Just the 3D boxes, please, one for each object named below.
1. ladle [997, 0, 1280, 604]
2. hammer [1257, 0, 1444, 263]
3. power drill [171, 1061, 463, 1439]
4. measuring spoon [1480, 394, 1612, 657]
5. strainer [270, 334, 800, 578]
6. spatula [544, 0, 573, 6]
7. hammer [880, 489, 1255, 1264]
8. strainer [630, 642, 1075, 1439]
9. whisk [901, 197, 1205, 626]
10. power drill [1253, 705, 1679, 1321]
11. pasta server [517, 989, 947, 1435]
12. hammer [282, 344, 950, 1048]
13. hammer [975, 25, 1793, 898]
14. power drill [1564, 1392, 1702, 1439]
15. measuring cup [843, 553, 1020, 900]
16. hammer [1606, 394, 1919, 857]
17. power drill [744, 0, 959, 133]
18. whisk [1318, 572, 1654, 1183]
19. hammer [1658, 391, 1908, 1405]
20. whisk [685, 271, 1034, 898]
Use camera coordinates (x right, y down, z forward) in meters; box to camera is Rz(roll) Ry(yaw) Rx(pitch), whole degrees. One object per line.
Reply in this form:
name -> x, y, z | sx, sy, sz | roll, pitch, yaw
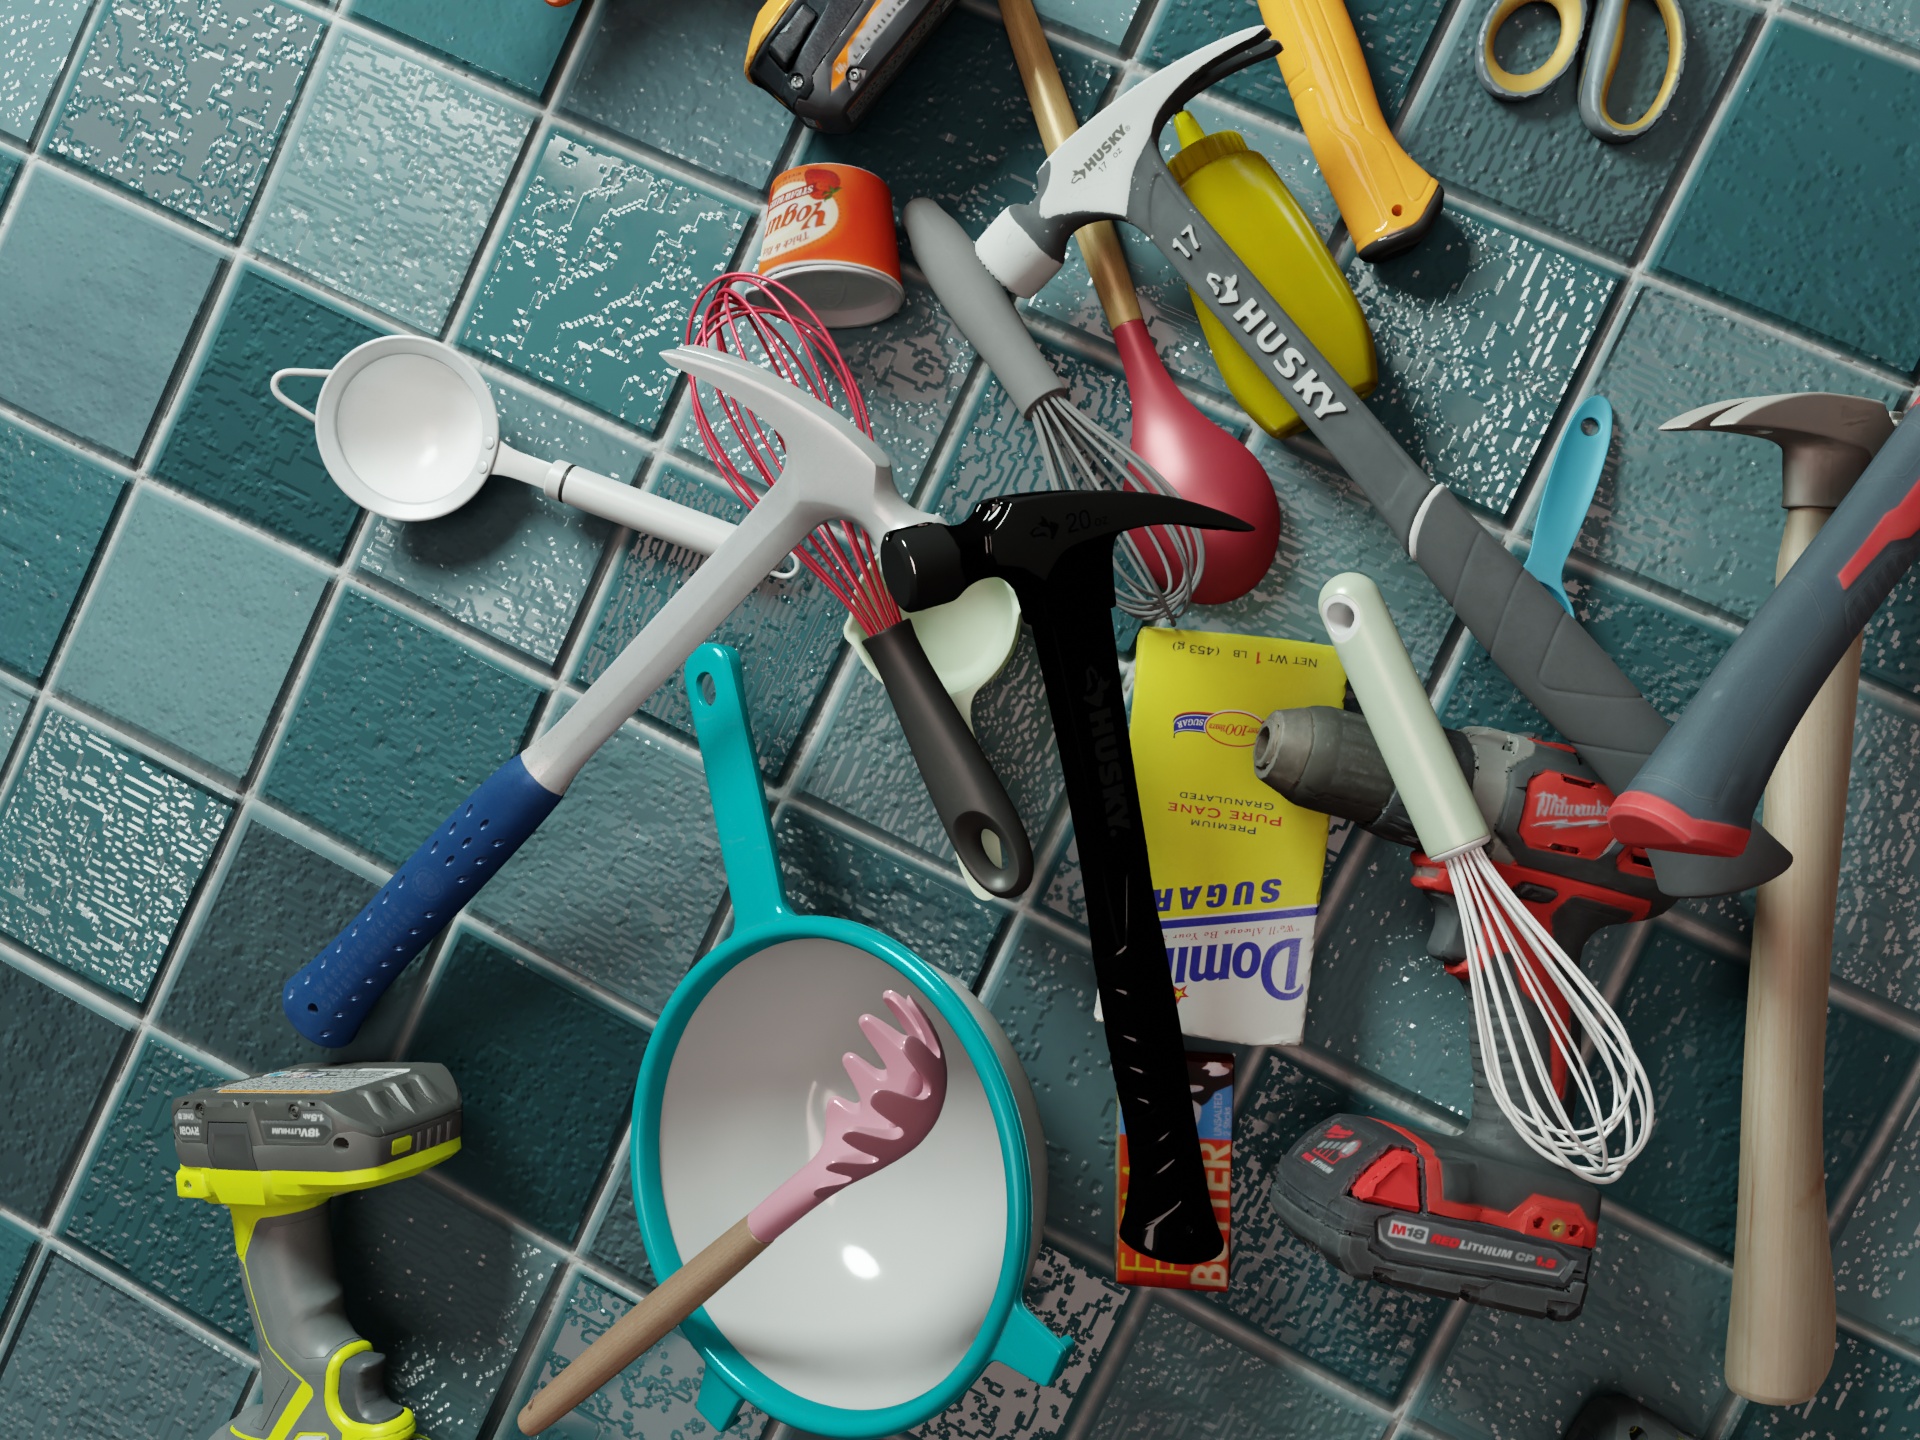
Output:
ladle -> 0.069, -0.203, 0.722 | 0.069, 0.031, 0.315 | -20, 85, 11
hammer -> 0.125, -0.359, 0.698 | 0.127, 0.034, 0.337 | -22, 90, 1
power drill -> -0.277, 0.279, 0.729 | 0.190, 0.080, 0.228 | -6, 89, 27
measuring spoon -> 0.260, -0.081, 0.699 | 0.042, 0.021, 0.128 | 20, 84, 9
strainer -> -0.197, -0.115, 0.755 | 0.258, 0.050, 0.087 | 21, 99, 3
spatula -> -0.059, -0.424, 0.733 | 0.322, 0.041, 0.081 | -19, 105, 7
hammer -> 0.069, 0.069, 0.645 | 0.146, 0.035, 0.334 | -17, 105, -21
strainer -> -0.053, 0.129, 0.706 | 0.211, 0.095, 0.340 | -23, 73, 32
whisk -> 0.035, -0.141, 0.703 | 0.055, 0.055, 0.239 | -33, 74, 7
power drill -> 0.192, 0.110, 0.653 | 0.188, 0.080, 0.227 | 15, 86, -8
pasta server -> -0.104, 0.218, 0.655 | 0.040, 0.060, 0.316 | 35, 118, -18
hammer -> -0.180, 0.011, 0.697 | 0.144, 0.035, 0.405 | 46, 113, -3
hammer -> 0.178, -0.098, 0.637 | 0.149, 0.036, 0.409 | -43, 77, 23
power drill -> 0.296, 0.422, 0.660 | 0.171, 0.080, 0.223 | 30, 91, 8
measuring cup -> -0.001, -0.002, 0.726 | 0.083, 0.038, 0.167 | -11, 90, 9
hammer -> 0.351, -0.108, 0.591 | 0.143, 0.038, 0.386 | 45, 76, -10
power drill -> -0.121, -0.359, 0.698 | 0.226, 0.084, 0.185 | 41, 100, -8
whisk -> 0.194, 0.055, 0.603 | 0.058, 0.059, 0.246 | -33, 74, 47
hammer -> 0.333, 0.076, 0.645 | 0.146, 0.038, 0.410 | -1, 95, -30
whisk -> -0.040, -0.056, 0.685 | 0.073, 0.073, 0.296 | -26, 92, 8
